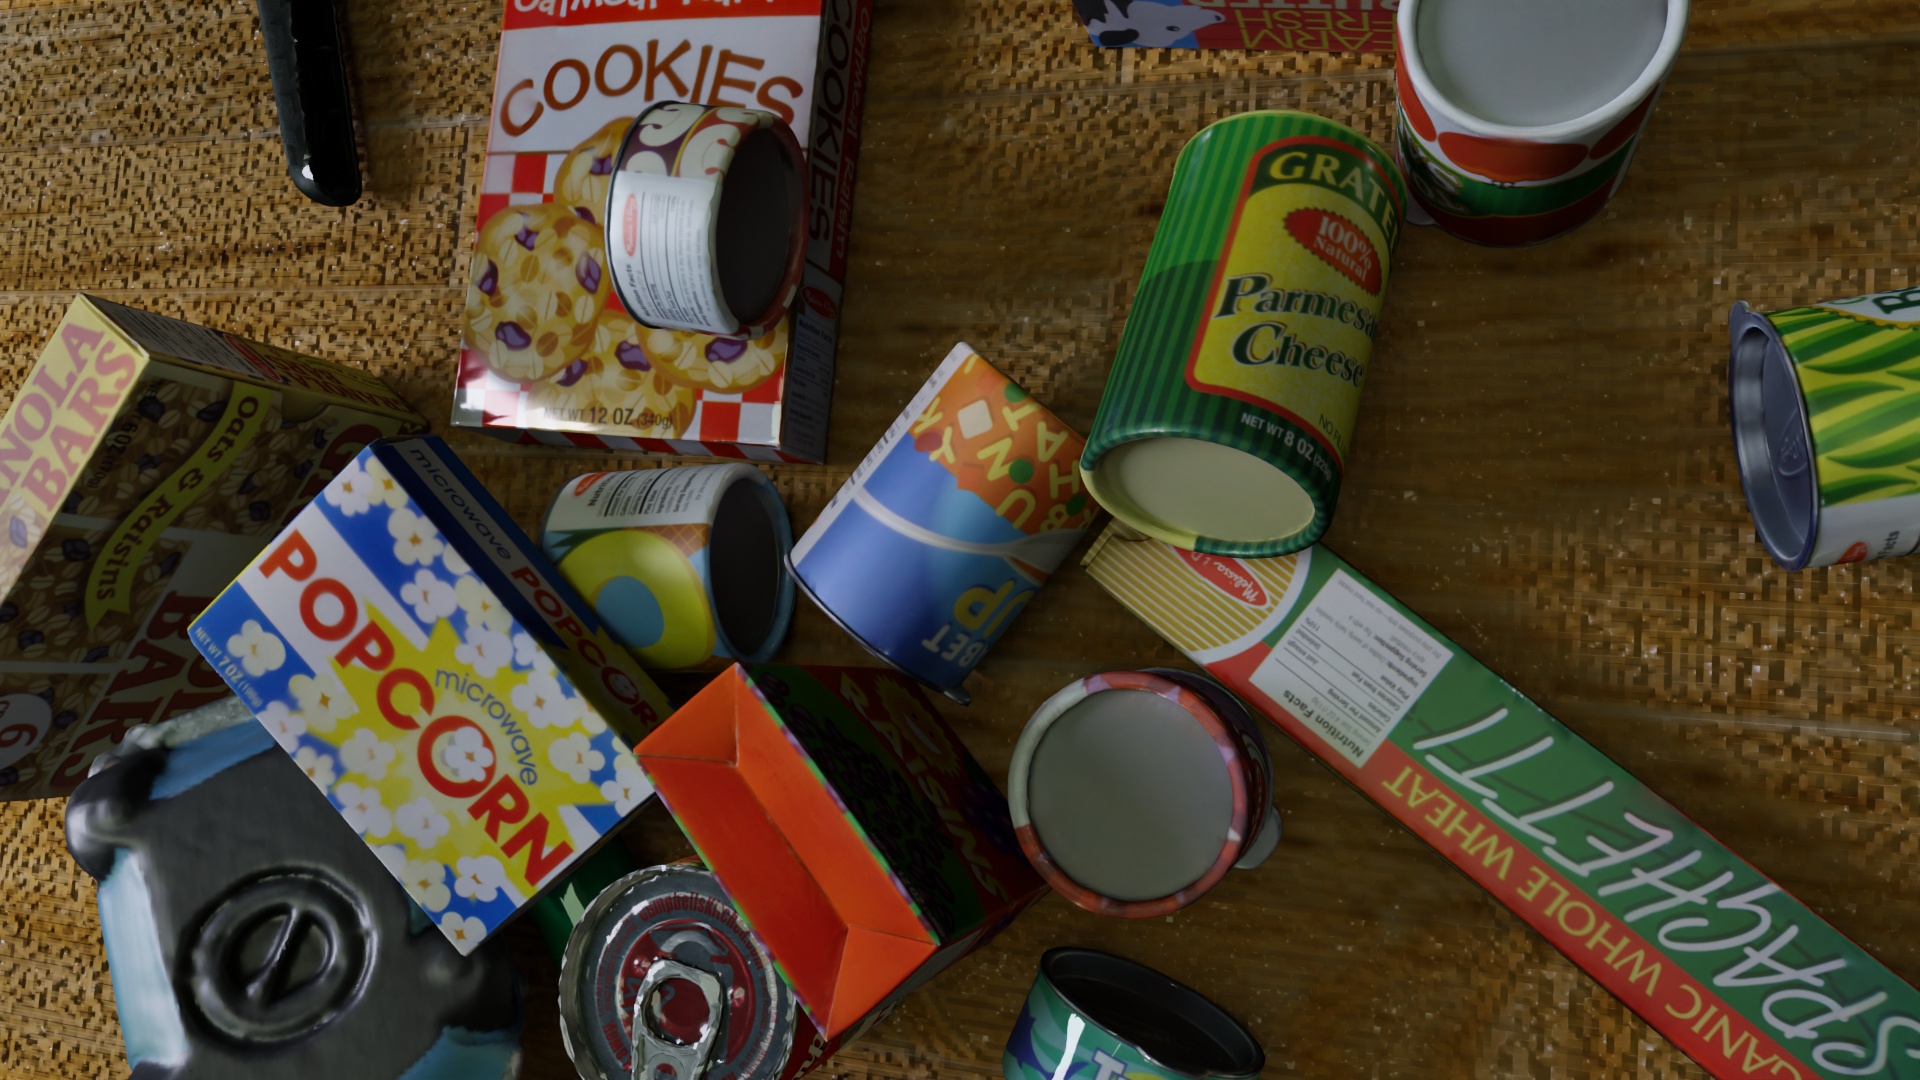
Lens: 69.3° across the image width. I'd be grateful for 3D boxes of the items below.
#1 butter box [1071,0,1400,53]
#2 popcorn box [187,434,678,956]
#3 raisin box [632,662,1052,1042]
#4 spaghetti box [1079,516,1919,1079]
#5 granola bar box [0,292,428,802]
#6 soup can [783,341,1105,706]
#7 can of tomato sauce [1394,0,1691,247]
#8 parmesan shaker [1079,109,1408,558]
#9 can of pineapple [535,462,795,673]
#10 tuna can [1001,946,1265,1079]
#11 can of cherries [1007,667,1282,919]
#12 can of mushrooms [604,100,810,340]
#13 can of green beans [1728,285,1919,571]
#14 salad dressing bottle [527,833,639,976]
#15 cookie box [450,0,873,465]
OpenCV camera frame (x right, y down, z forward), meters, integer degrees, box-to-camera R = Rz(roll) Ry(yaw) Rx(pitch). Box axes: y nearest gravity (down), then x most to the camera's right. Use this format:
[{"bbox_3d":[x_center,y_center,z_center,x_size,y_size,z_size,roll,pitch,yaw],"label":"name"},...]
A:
[{"bbox_3d":[0.085,-0.165,0.409,0.103,0.053,0.024,8,89,18],"label":"butter box"},{"bbox_3d":[-0.148,0.043,0.403,0.085,0.038,0.126,-41,90,13],"label":"popcorn box"},{"bbox_3d":[-0.024,0.078,0.382,0.040,0.123,0.086,-43,74,9],"label":"raisin box"},{"bbox_3d":[0.144,0.065,0.379,0.250,0.028,0.050,40,97,17],"label":"spaghetti box"},{"bbox_3d":[-0.272,0.010,0.466,0.039,0.124,0.165,36,96,17],"label":"granola bar box"},{"bbox_3d":[0.001,-0.005,0.413,0.071,0.071,0.083,42,97,17],"label":"soup can"},{"bbox_3d":[0.148,-0.121,0.369,0.071,0.083,0.071,-2,84,17],"label":"can of tomato sauce"},{"bbox_3d":[0.080,-0.053,0.376,0.071,0.071,0.103,11,65,18],"label":"parmesan shaker"},{"bbox_3d":[-0.091,0.011,0.441,0.058,0.071,0.071,-3,84,17],"label":"can of pineapple"},{"bbox_3d":[0.047,0.143,0.380,0.071,0.071,0.033,23,93,18],"label":"tuna can"},{"bbox_3d":[0.055,0.070,0.392,0.071,0.058,0.071,-2,84,18],"label":"can of cherries"},{"bbox_3d":[-0.070,-0.093,0.404,0.033,0.071,0.071,10,88,16],"label":"can of mushrooms"},{"bbox_3d":[0.230,-0.029,0.342,0.058,0.071,0.071,-9,82,16],"label":"can of green beans"},{"bbox_3d":[-0.145,0.071,0.456,0.044,0.064,0.147,-32,84,32],"label":"salad dressing bottle"},{"bbox_3d":[-0.100,-0.114,0.469,0.123,0.040,0.167,5,86,18],"label":"cookie box"}]
